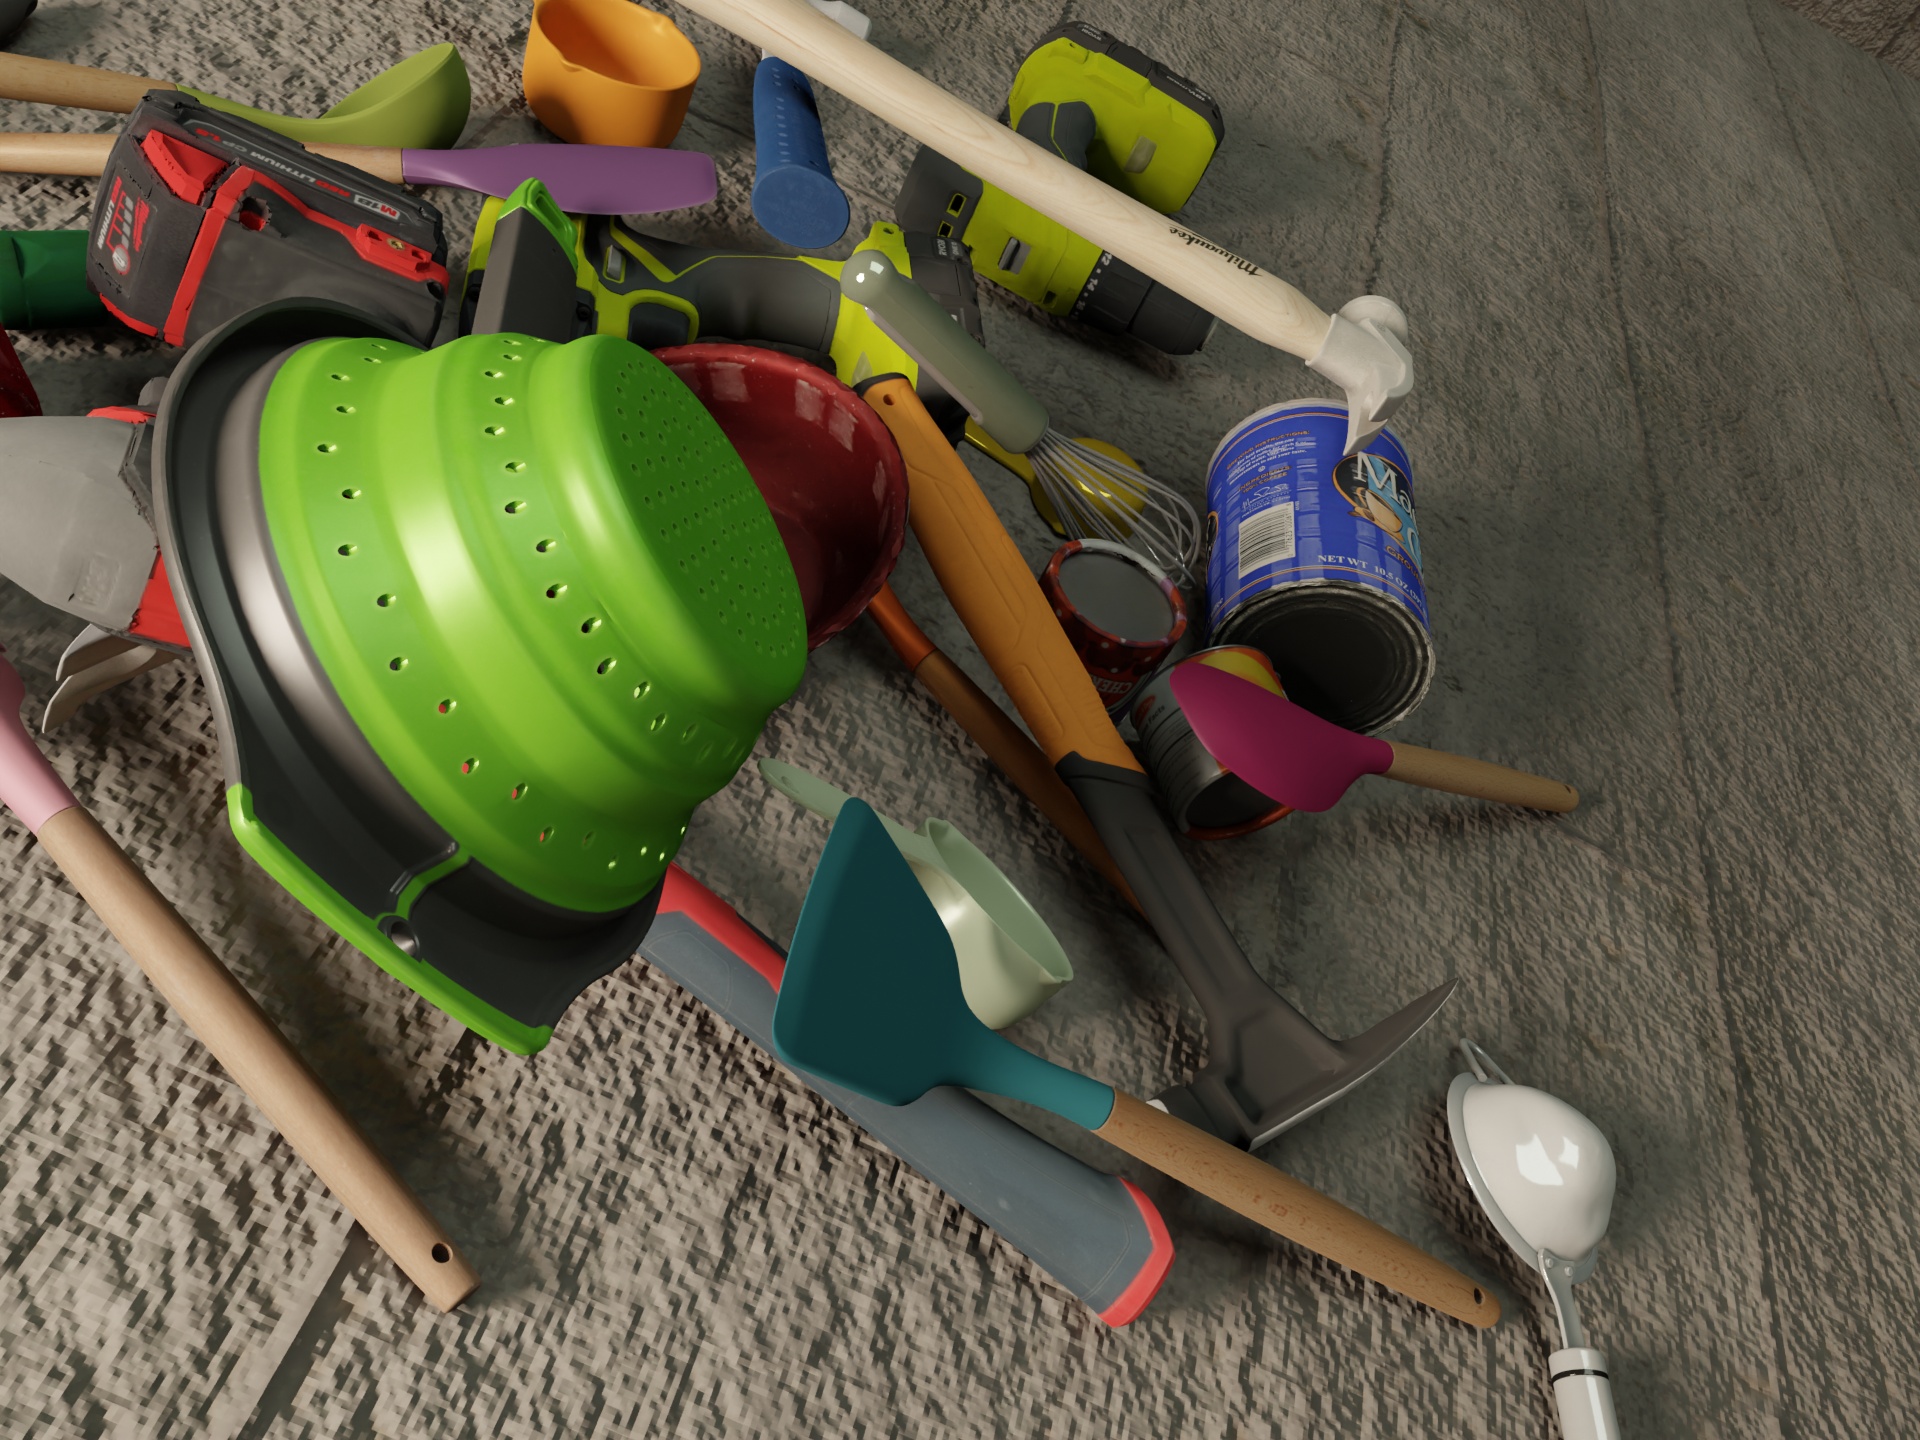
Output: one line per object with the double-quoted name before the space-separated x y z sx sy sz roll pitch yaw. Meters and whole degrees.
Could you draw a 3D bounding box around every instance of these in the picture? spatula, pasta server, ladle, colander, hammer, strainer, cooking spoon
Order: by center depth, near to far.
"pasta server" -0.250 0.054 0.472 0.316 0.040 0.060 45 45 9
"colander" -0.116 -0.092 0.499 0.204 0.094 0.398 53 18 -39
"hammer" -0.099 0.073 0.512 0.386 0.038 0.143 37 31 4
"spatula" 0.071 0.135 0.513 0.317 0.044 0.082 31 53 -21
"strainer" 0.221 0.223 0.567 0.086 0.050 0.259 28 45 -28
"hammer" 0.051 -0.001 0.620 0.127 0.034 0.337 -25 73 -20
"ladle" -0.351 -0.271 0.651 0.078 0.062 0.320 11 15 43
"spatula" -0.001 -0.002 0.662 0.323 0.041 0.081 46 45 10
"spatula" -0.263 -0.234 0.674 0.316 0.018 0.060 -1 47 -11
"cooking spoon" 0.193 0.018 0.684 0.318 0.017 0.069 11 44 -45
"hammer" 0.027 -0.254 0.735 0.410 0.038 0.146 30 33 -2
"hammer" -0.098 -0.339 0.824 0.144 0.035 0.406 24 30 -25

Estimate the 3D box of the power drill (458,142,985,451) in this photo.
"power drill" -0.108 -0.175 0.718 0.223 0.080 0.171 7 47 -15

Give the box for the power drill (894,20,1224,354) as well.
"power drill" 0.083 -0.316 0.953 0.190 0.080 0.229 28 46 -3

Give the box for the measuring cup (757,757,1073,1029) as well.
"measuring cup" -0.023 0.056 0.528 0.167 0.038 0.083 36 13 -48

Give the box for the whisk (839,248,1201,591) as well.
"whisk" 0.033 -0.121 0.694 0.246 0.059 0.058 36 8 -40

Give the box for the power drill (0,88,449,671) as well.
"power drill" -0.240 -0.108 0.516 0.143 0.078 0.220 18 38 -30

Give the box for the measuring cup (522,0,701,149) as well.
"measuring cup" -0.222 -0.360 0.843 0.173 0.052 0.095 32 43 3

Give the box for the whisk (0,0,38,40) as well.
"whisk" -0.444 -0.259 0.634 0.055 0.055 0.239 24 40 -8

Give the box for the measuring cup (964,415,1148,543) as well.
"measuring cup" 0.027 -0.145 0.799 0.156 0.029 0.062 36 44 7
